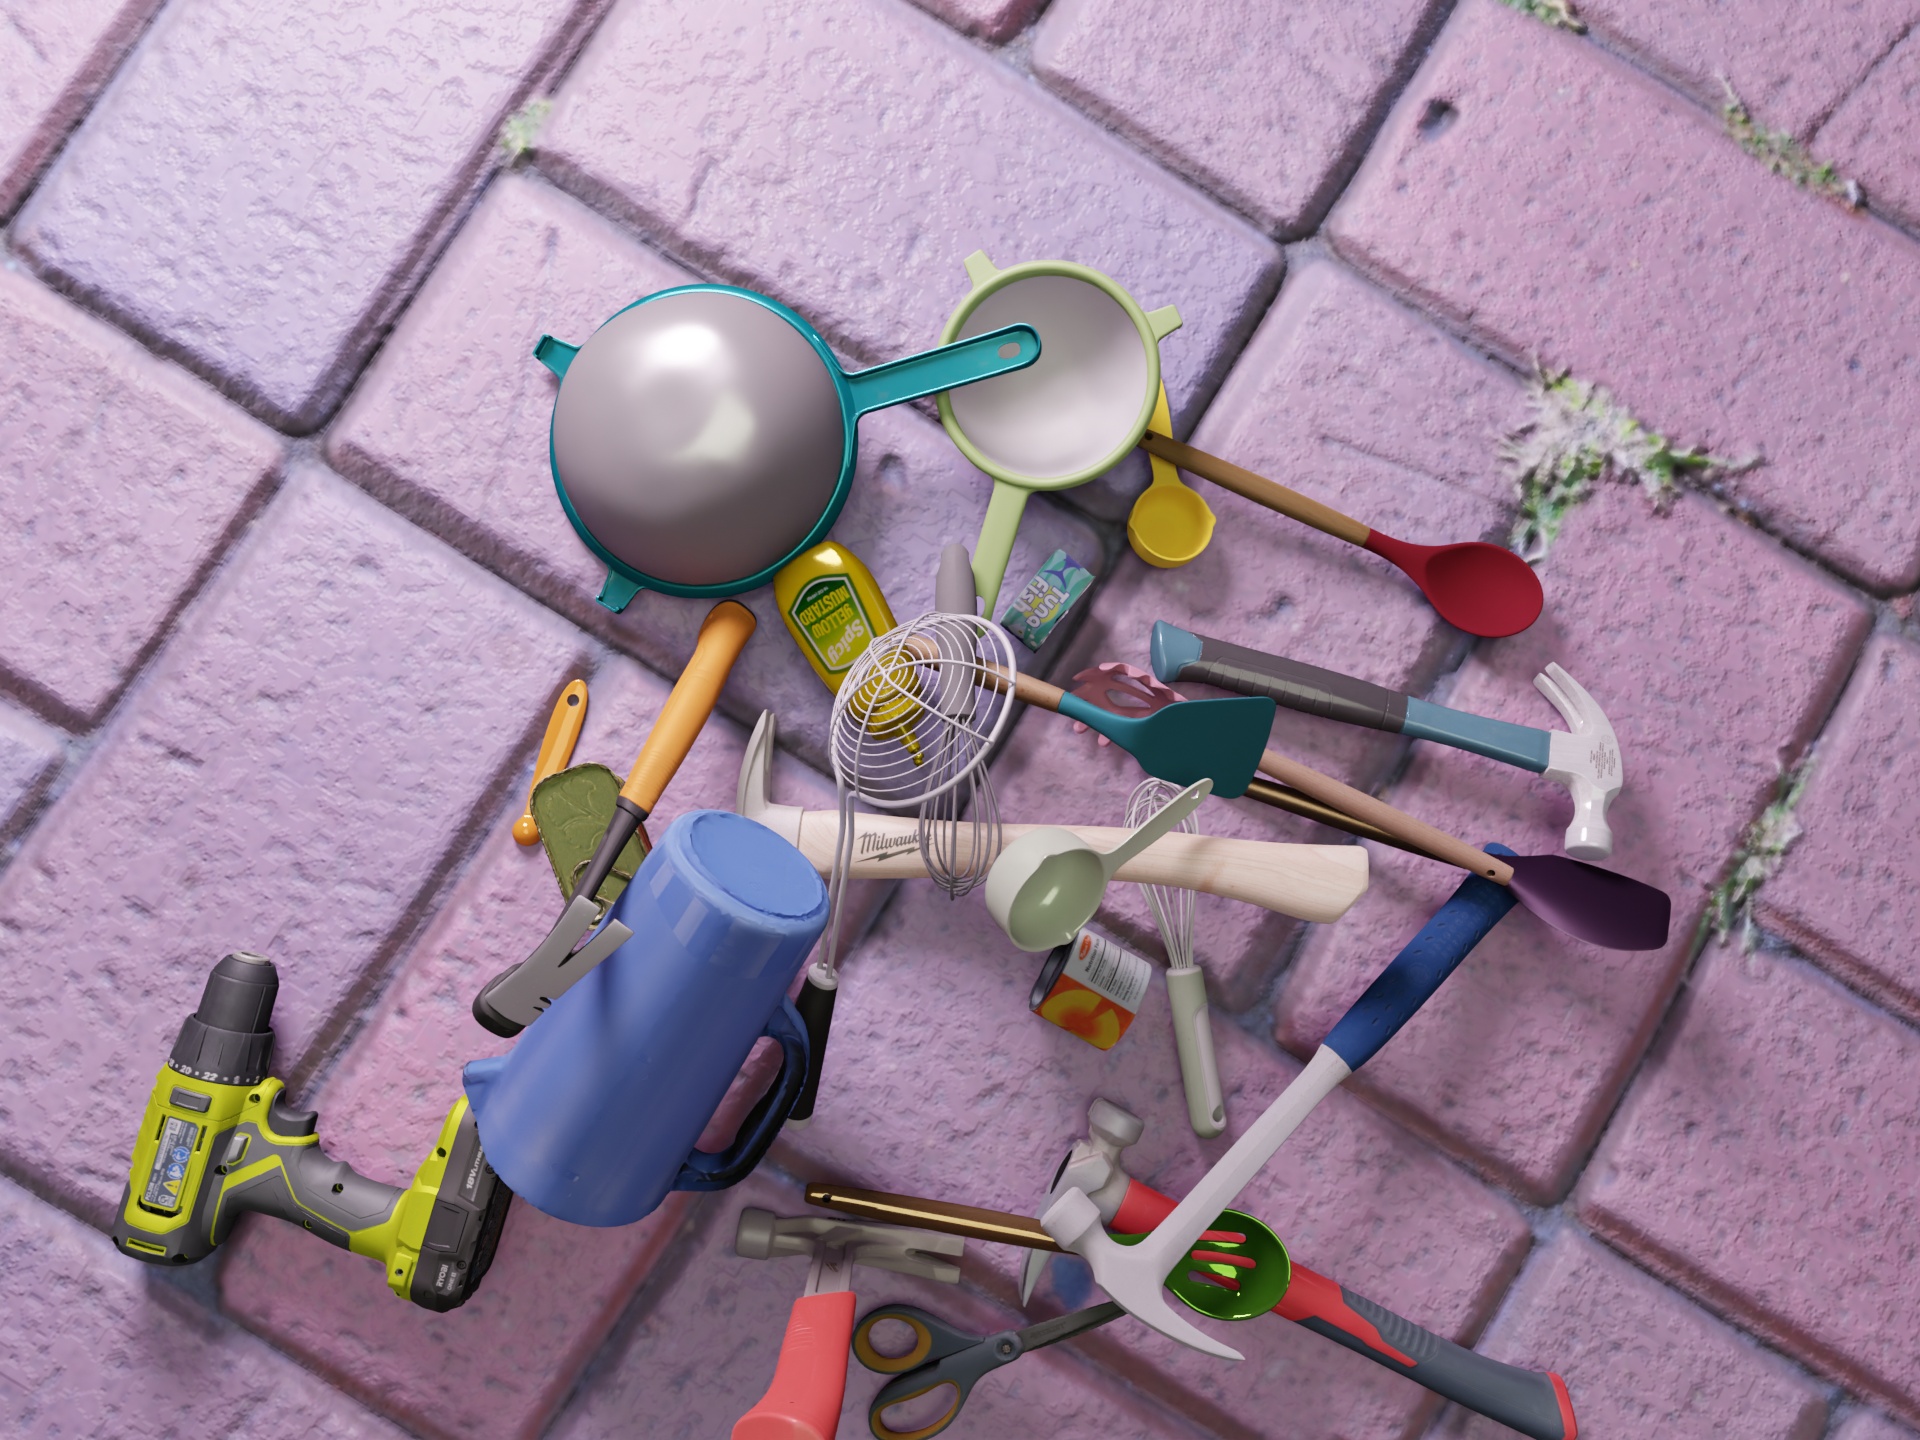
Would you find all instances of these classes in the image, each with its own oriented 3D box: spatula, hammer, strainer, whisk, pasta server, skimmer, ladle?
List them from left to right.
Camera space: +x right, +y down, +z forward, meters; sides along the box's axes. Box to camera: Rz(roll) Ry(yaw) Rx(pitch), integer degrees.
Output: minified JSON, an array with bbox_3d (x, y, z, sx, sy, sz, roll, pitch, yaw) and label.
[{"bbox_3d":[-0.182,0.031,0.943,0.034,0.127,0.337,38,39,-16],"label":"hammer"},{"bbox_3d":[-0.115,-0.203,1.017,0.340,0.095,0.211,-15,88,7],"label":"strainer"},{"bbox_3d":[-0.068,0.337,0.879,0.149,0.359,0.037,9,87,-1],"label":"hammer"},{"bbox_3d":[-0.050,0.106,0.984,0.090,0.127,0.363,-6,123,-31],"label":"skimmer"},{"bbox_3d":[-0.003,-0.004,1.014,0.055,0.055,0.239,0,72,-5],"label":"whisk"},{"bbox_3d":[0.046,-0.178,1.081,0.151,0.069,0.256,18,97,7],"label":"strainer"},{"bbox_3d":[0.046,-0.024,1.058,0.317,0.044,0.082,21,125,12],"label":"spatula"},{"bbox_3d":[0.055,0.076,1.037,0.410,0.038,0.146,3,85,6],"label":"hammer"},{"bbox_3d":[0.150,0.160,1.071,0.057,0.059,0.246,-11,91,-48],"label":"whisk"},{"bbox_3d":[0.219,0.039,1.064,0.316,0.040,0.060,26,123,7],"label":"pasta server"},{"bbox_3d":[0.230,0.403,1.062,0.386,0.038,0.143,28,85,-2],"label":"hammer"},{"bbox_3d":[0.242,0.233,1.037,0.405,0.035,0.144,-42,75,-17],"label":"hammer"},{"bbox_3d":[0.257,-0.136,1.099,0.315,0.031,0.069,23,75,-7],"label":"ladle"},{"bbox_3d":[0.289,-0.007,1.088,0.331,0.033,0.128,15,66,1],"label":"hammer"},{"bbox_3d":[0.321,0.088,1.074,0.316,0.018,0.060,19,59,8],"label":"spatula"}]

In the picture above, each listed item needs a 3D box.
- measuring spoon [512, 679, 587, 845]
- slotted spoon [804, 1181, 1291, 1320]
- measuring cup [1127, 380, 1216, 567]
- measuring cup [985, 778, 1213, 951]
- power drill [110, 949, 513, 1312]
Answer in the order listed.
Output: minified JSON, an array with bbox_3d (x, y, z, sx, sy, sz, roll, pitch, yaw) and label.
[{"bbox_3d":[-0.273,0.028,1.060,0.021,0.011,0.117,19,84,-3],"label":"measuring spoon"},{"bbox_3d":[0.055,0.329,1.022,0.313,0.031,0.070,10,85,-1],"label":"slotted spoon"},{"bbox_3d":[0.136,-0.180,1.109,0.062,0.029,0.157,-4,74,-11],"label":"measuring cup"},{"bbox_3d":[0.086,0.077,0.994,0.167,0.083,0.038,-34,45,-18],"label":"measuring cup"},{"bbox_3d":[-0.397,0.262,1.001,0.228,0.080,0.190,16,86,-1],"label":"power drill"}]
